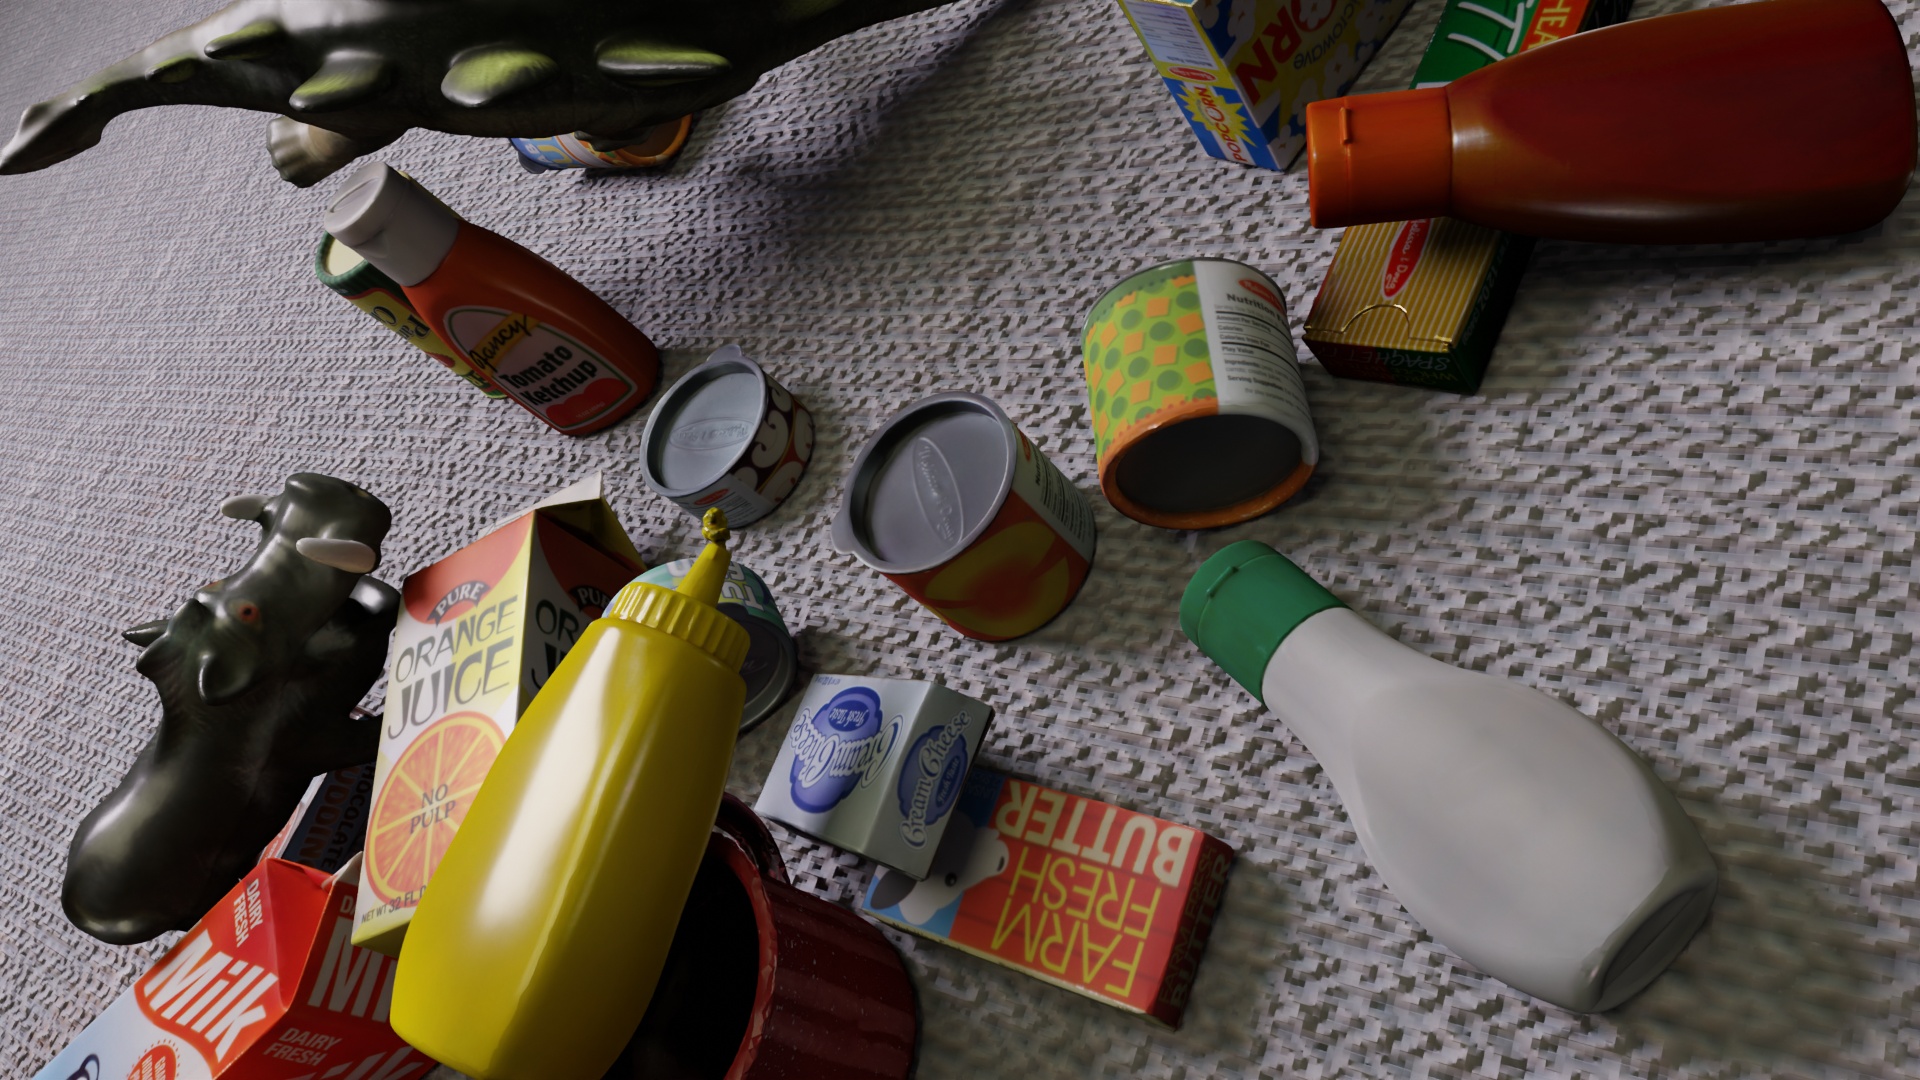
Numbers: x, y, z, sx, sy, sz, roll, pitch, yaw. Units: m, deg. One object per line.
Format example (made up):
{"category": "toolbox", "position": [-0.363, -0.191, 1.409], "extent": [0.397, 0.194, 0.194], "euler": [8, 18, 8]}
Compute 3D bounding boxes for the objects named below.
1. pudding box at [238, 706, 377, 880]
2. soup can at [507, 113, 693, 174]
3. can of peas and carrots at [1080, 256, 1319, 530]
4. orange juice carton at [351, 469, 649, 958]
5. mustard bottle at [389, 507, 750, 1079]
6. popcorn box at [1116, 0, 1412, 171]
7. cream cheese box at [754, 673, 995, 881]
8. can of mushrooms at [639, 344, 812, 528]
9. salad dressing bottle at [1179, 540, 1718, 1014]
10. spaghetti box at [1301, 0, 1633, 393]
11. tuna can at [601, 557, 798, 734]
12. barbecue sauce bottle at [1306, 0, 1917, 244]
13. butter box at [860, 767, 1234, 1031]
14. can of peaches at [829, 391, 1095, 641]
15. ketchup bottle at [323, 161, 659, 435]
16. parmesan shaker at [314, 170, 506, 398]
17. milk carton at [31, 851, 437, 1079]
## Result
{"category": "pudding box", "position": [-0.285, 0.112, 0.610], "extent": [0.049, 0.030, 0.084], "euler": [12, 71, 38]}
{"category": "soup can", "position": [-0.193, -0.227, 0.733], "extent": [0.084, 0.071, 0.071], "euler": [11, 70, 39]}
{"category": "can of peas and carrots", "position": [0.071, -0.043, 0.431], "extent": [0.071, 0.071, 0.059], "euler": [-21, 53, 24]}
{"category": "orange juice carton", "position": [-0.166, 0.060, 0.529], "extent": [0.071, 0.073, 0.193], "euler": [-25, 51, 21]}
{"category": "mustard bottle", "position": [-0.093, 0.064, 0.378], "extent": [0.065, 0.048, 0.161], "euler": [8, 67, 38]}
{"category": "popcorn box", "position": [0.120, -0.206, 0.483], "extent": [0.038, 0.085, 0.127], "euler": [33, 84, 42]}
{"category": "cream cheese box", "position": [-0.029, 0.070, 0.431], "extent": [0.103, 0.024, 0.053], "euler": [-10, 55, 65]}
{"category": "can of mushrooms", "position": [-0.095, -0.042, 0.569], "extent": [0.071, 0.033, 0.071], "euler": [-18, 54, 27]}
{"category": "salad dressing bottle", "position": [0.115, 0.051, 0.356], "extent": [0.064, 0.044, 0.148], "euler": [-48, 46, 4]}
{"category": "spaghetti box", "position": [0.182, -0.161, 0.450], "extent": [0.050, 0.028, 0.250], "euler": [15, 72, 40]}
{"category": "tuna can", "position": [-0.094, 0.038, 0.494], "extent": [0.071, 0.071, 0.033], "euler": [-39, 47, 9]}
{"category": "barbecue sauce bottle", "position": [0.173, -0.111, 0.385], "extent": [0.148, 0.043, 0.065], "euler": [-2, 70, 13]}
{"category": "butter box", "position": [0.024, 0.099, 0.403], "extent": [0.103, 0.024, 0.053], "euler": [7, 68, 38]}
{"category": "can of peaches", "position": [0.002, -0.006, 0.462], "extent": [0.071, 0.058, 0.071], "euler": [-17, 55, 27]}
{"category": "ketchup bottle", "position": [-0.203, -0.104, 0.605], "extent": [0.064, 0.148, 0.044], "euler": [-24, 51, 23]}
{"category": "parmesan shaker", "position": [-0.256, -0.126, 0.687], "extent": [0.071, 0.103, 0.071], "euler": [-18, 54, 27]}
{"category": "milk carton", "position": [-0.260, 0.187, 0.517], "extent": [0.190, 0.072, 0.074], "euler": [-42, 47, 6]}
